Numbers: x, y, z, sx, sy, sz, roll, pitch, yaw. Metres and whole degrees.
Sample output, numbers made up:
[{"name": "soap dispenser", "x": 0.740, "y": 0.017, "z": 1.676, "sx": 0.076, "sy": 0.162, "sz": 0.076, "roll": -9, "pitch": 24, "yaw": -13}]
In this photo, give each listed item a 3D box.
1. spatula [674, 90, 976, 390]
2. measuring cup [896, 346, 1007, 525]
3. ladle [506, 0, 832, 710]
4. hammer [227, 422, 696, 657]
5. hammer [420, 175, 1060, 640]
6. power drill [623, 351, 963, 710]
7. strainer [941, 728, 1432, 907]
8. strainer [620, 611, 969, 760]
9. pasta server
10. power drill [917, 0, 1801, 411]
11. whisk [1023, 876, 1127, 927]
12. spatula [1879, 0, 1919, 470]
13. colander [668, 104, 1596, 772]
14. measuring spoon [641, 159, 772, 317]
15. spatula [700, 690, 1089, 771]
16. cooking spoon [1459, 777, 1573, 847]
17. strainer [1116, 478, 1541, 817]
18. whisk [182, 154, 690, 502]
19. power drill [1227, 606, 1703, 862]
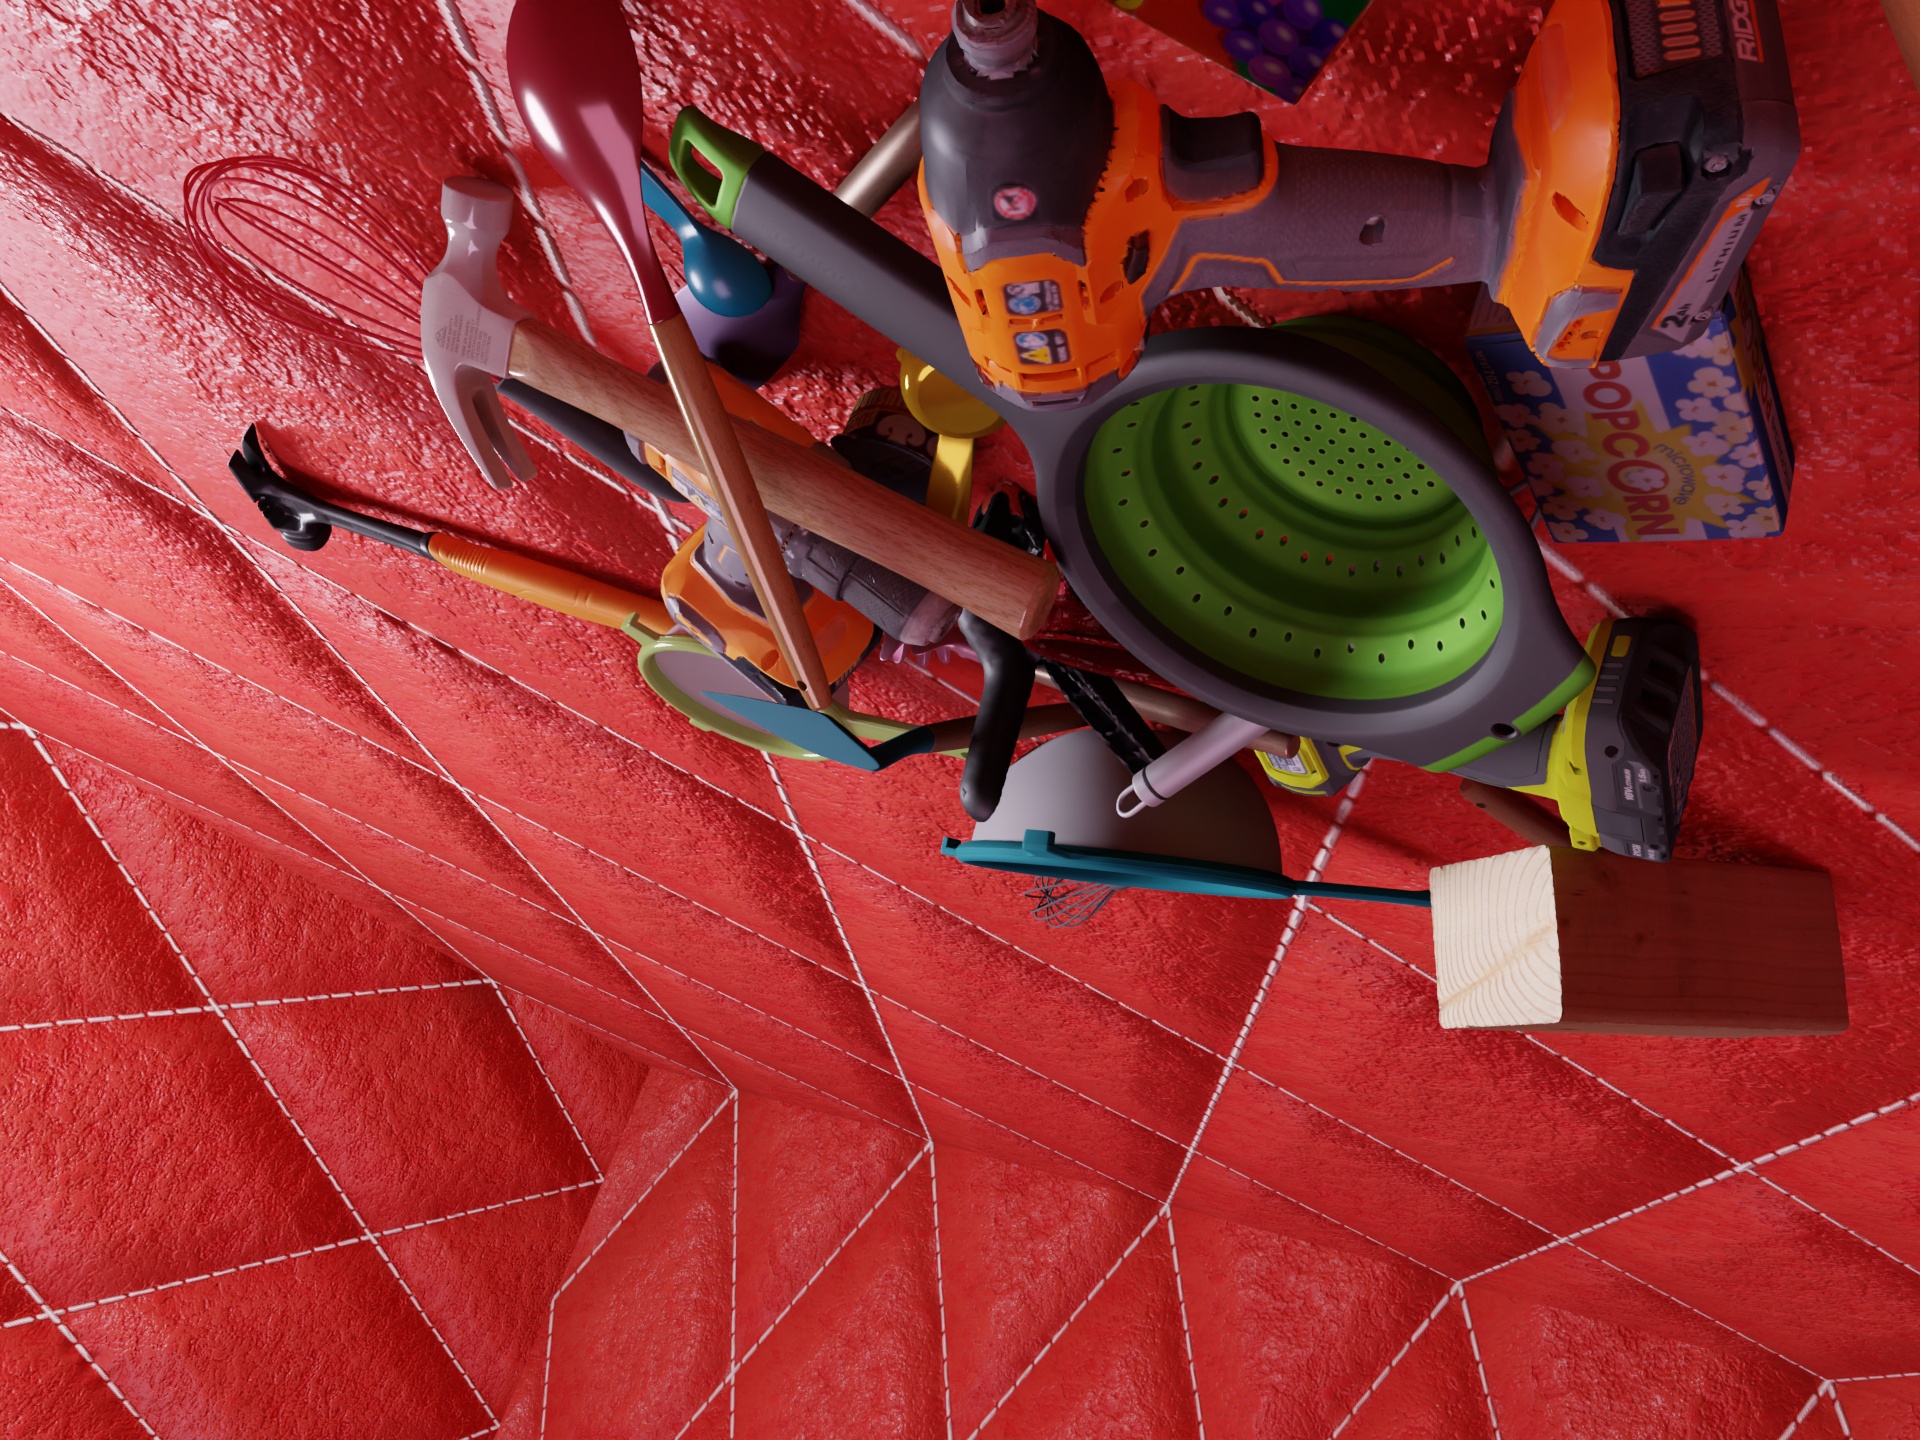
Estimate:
[{"name": "spatula", "x": -0.060, "y": -0.203, "z": 0.668, "sx": 0.059, "sy": 0.018, "sz": 0.316, "roll": 34, "pitch": 156, "yaw": -19}, {"name": "measuring cup", "x": -0.004, "y": -0.116, "z": 0.733, "sx": 0.062, "sy": 0.029, "sz": 0.156, "roll": 7, "pitch": 136, "yaw": -2}, {"name": "ladle", "x": -0.111, "y": -0.140, "z": 0.648, "sx": 0.069, "sy": 0.031, "sz": 0.315, "roll": 4, "pitch": 124, "yaw": 40}, {"name": "hammer", "x": -0.334, "y": -0.113, "z": 1.098, "sx": 0.337, "sy": 0.034, "sz": 0.127, "roll": 18, "pitch": 159, "yaw": 6}, {"name": "hammer", "x": -0.106, "y": -0.119, "z": 0.705, "sx": 0.331, "sy": 0.031, "sz": 0.130, "roll": 28, "pitch": 122, "yaw": 16}, {"name": "power drill", "x": -0.083, "y": -0.077, "z": 0.832, "sx": 0.185, "sy": 0.084, "sz": 0.226, "roll": 38, "pitch": 162, "yaw": 8}, {"name": "strainer", "x": 0.167, "y": 0.062, "z": 1.010, "sx": 0.340, "sy": 0.095, "sz": 0.211, "roll": 7, "pitch": 173, "yaw": -15}, {"name": "strainer", "x": -0.081, "y": -0.026, "z": 1.029, "sx": 0.256, "sy": 0.069, "sz": 0.151, "roll": 13, "pitch": 157, "yaw": 17}, {"name": "pasta server", "x": 0.049, "y": -0.020, "z": 0.890, "sx": 0.316, "sy": 0.040, "sz": 0.060, "roll": 19, "pitch": -168, "yaw": 40}, {"name": "power drill", "x": 0.101, "y": -0.156, "z": 0.448, "sx": 0.226, "sy": 0.084, "sz": 0.164, "roll": -3, "pitch": 164, "yaw": 10}, {"name": "whisk", "x": 0.119, "y": 0.119, "z": 1.224, "sx": 0.055, "sy": 0.055, "sz": 0.239, "roll": 28, "pitch": 153, "yaw": -17}, {"name": "spatula", "x": 0.258, "y": -0.176, "z": 0.421, "sx": 0.081, "sy": 0.041, "sz": 0.322, "roll": -3, "pitch": 147, "yaw": 47}, {"name": "colander", "x": 0.072, "y": -0.136, "z": 0.624, "sx": 0.397, "sy": 0.094, "sz": 0.204, "roll": 34, "pitch": 151, "yaw": -3}, {"name": "measuring spoon", "x": -0.134, "y": -0.217, "z": 0.676, "sx": 0.128, "sy": 0.021, "sz": 0.042, "roll": 42, "pitch": 154, "yaw": -26}, {"name": "spatula", "x": -0.001, "y": -0.003, "z": 0.871, "sx": 0.082, "sy": 0.044, "sz": 0.317, "roll": 9, "pitch": -169, "yaw": 37}, {"name": "cooking spoon", "x": 0.419, "y": 0.109, "z": 0.970, "sx": 0.318, "sy": 0.017, "sz": 0.069, "roll": 29, "pitch": 159, "yaw": -22}, {"name": "strainer", "x": 0.165, "y": -0.024, "z": 0.724, "sx": 0.050, "sy": 0.087, "sz": 0.258, "roll": 15, "pitch": 137, "yaw": -44}, {"name": "whisk", "x": -0.252, "y": -0.191, "z": 0.818, "sx": 0.295, "sy": 0.073, "sz": 0.073, "roll": 30, "pitch": 157, "yaw": -34}, {"name": "power drill", "x": 0.238, "y": -0.007, "z": 0.787, "sx": 0.223, "sy": 0.080, "sz": 0.171, "roll": 10, "pitch": 156, "yaw": 32}]
